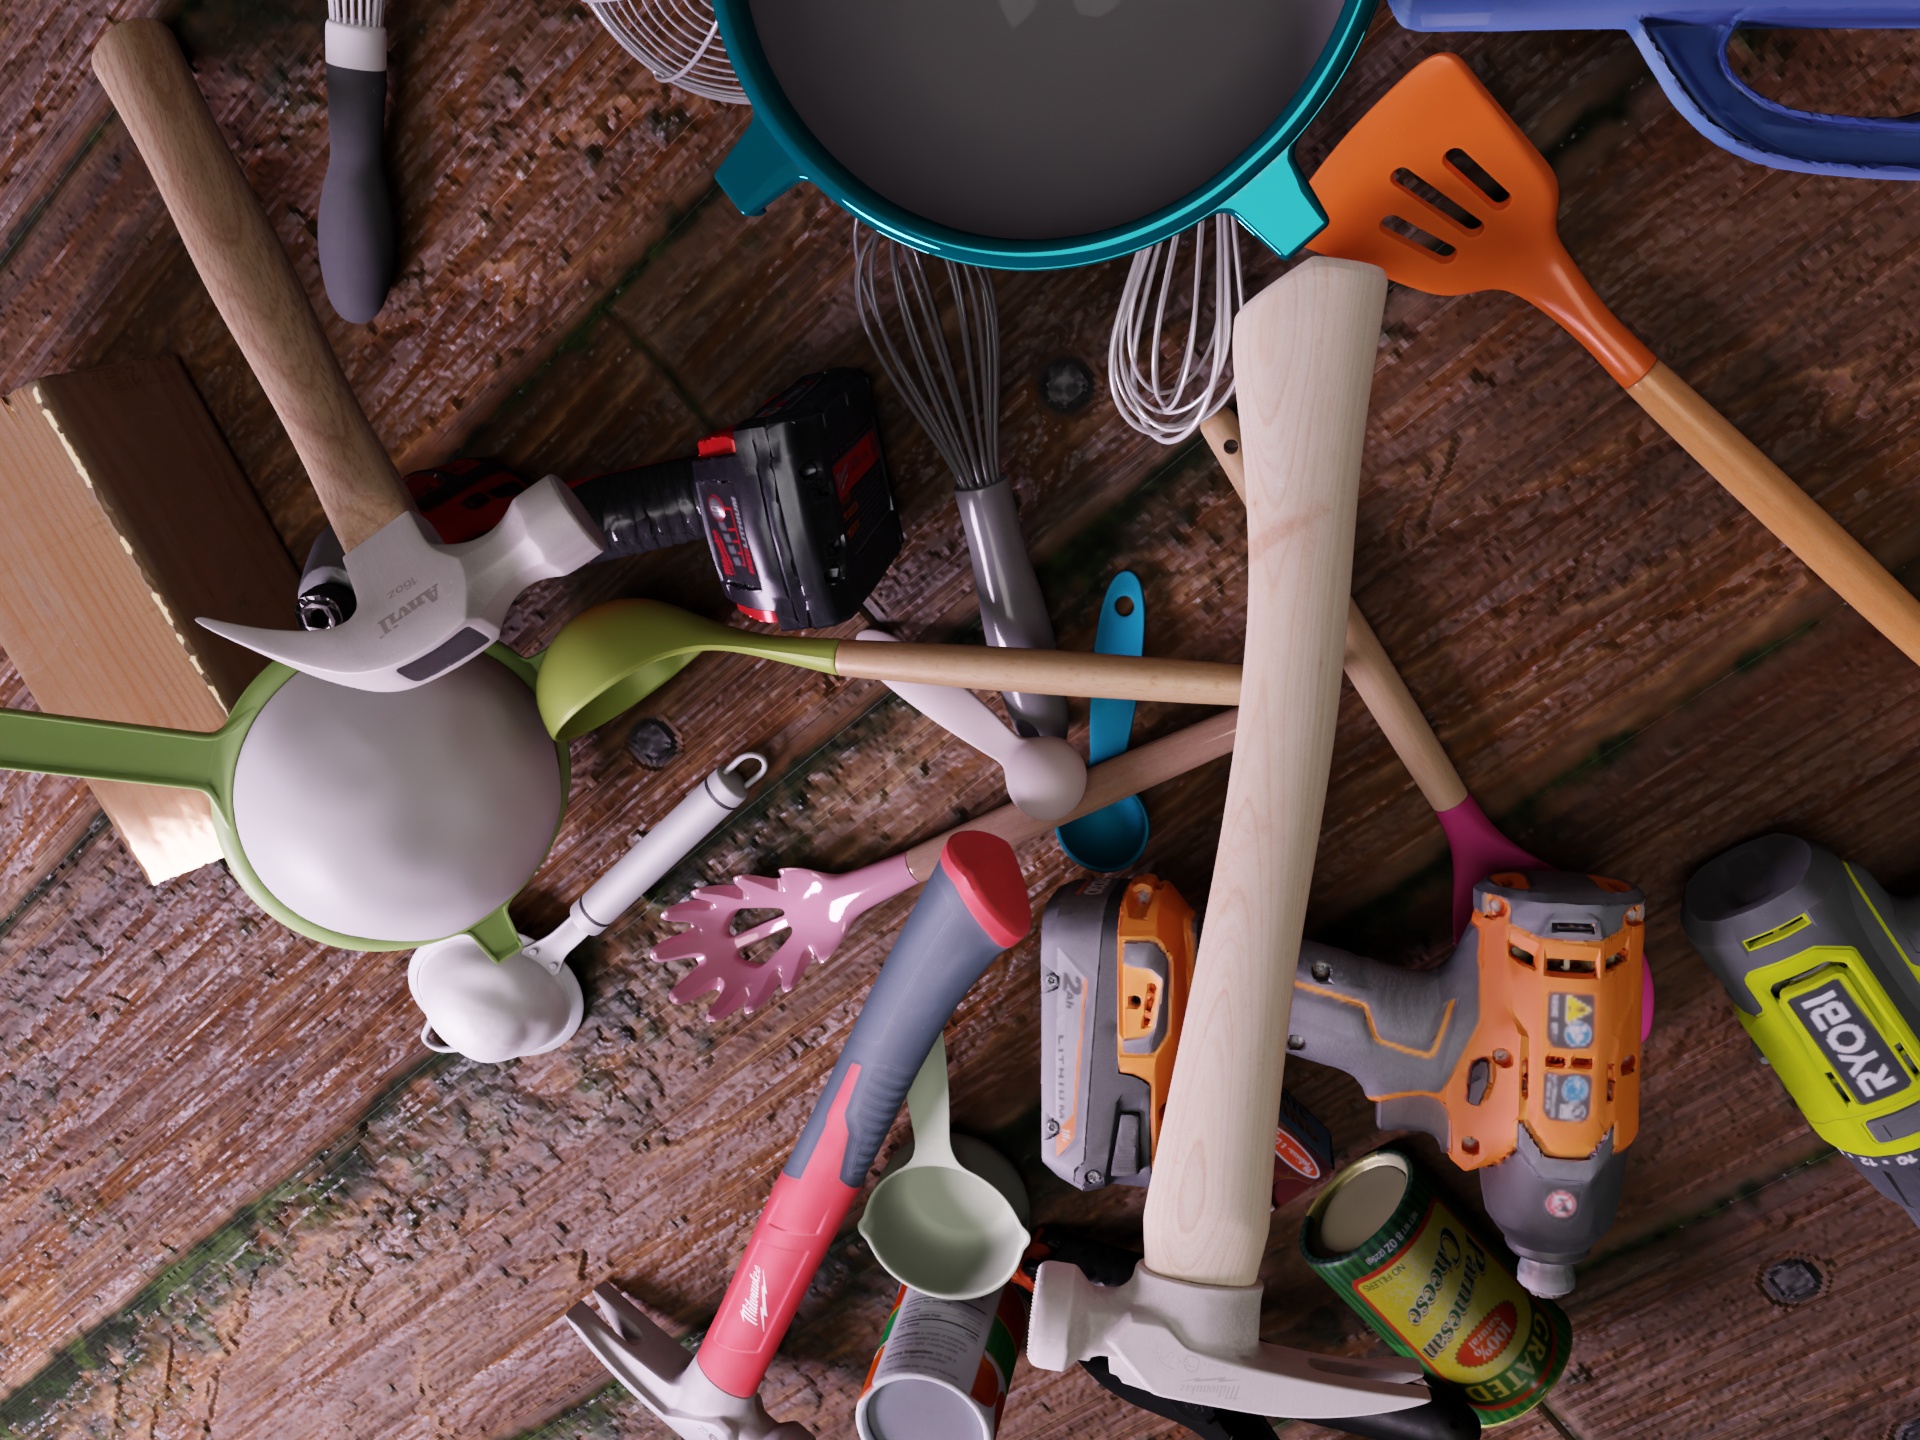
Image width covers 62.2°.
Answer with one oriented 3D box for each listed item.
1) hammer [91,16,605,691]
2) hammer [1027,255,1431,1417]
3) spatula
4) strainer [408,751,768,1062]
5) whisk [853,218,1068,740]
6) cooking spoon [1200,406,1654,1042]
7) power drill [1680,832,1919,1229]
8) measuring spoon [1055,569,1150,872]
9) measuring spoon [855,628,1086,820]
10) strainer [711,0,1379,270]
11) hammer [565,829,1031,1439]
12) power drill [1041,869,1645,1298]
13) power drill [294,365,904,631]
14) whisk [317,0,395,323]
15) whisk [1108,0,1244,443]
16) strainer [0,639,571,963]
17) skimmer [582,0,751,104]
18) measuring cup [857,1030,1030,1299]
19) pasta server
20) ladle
[{"bbox_3d":[-0.257,-0.147,0.590,0.130,0.031,0.332,-35,68,2],"label":"hammer"},{"bbox_3d":[0.119,0.047,0.571,0.146,0.038,0.410,7,96,6],"label":"hammer"},{"bbox_3d":[0.259,-0.104,0.568,0.322,0.041,0.081,41,129,-5],"label":"spatula"},{"bbox_3d":[-0.180,0.096,0.746,0.086,0.050,0.258,41,111,-21],"label":"strainer"},{"bbox_3d":[0.006,-0.092,0.630,0.055,0.055,0.238,-10,112,16],"label":"whisk"},{"bbox_3d":[0.185,0.011,0.640,0.069,0.017,0.318,-30,101,23],"label":"cooking spoon"},{"bbox_3d":[0.416,0.093,0.586,0.228,0.080,0.190,-34,99,24],"label":"power drill"},{"bbox_3d":[0.066,0.000,0.668,0.042,0.021,0.128,10,103,22],"label":"measuring spoon"},{"bbox_3d":[-0.001,-0.002,0.654,0.124,0.018,0.034,37,103,23],"label":"measuring spoon"},{"bbox_3d":[0.038,-0.312,0.493,0.211,0.095,0.340,8,102,13],"label":"strainer"},{"bbox_3d":[-0.074,0.197,0.723,0.143,0.038,0.386,34,120,16],"label":"hammer"},{"bbox_3d":[0.149,0.140,0.631,0.226,0.084,0.164,0,94,13],"label":"power drill"},{"bbox_3d":[-0.143,-0.073,0.619,0.219,0.143,0.078,-7,111,13],"label":"power drill"},{"bbox_3d":[-0.230,-0.292,0.606,0.070,0.070,0.284,14,117,8],"label":"whisk"},{"bbox_3d":[0.088,-0.222,0.565,0.057,0.059,0.246,-2,110,-25],"label":"whisk"},{"bbox_3d":[-0.271,0.026,0.635,0.256,0.069,0.151,10,98,-35],"label":"strainer"},{"bbox_3d":[-0.094,-0.408,0.544,0.127,0.090,0.363,-6,98,6],"label":"skimmer"},{"bbox_3d":[-0.009,0.189,0.741,0.083,0.038,0.167,-1,108,14],"label":"measuring cup"},{"bbox_3d":[0.000,0.054,0.675,0.316,0.040,0.060,-25,88,25],"label":"pasta server"},{"bbox_3d":[-0.023,-0.011,0.635,0.320,0.078,0.062,4,101,16],"label":"ladle"}]
